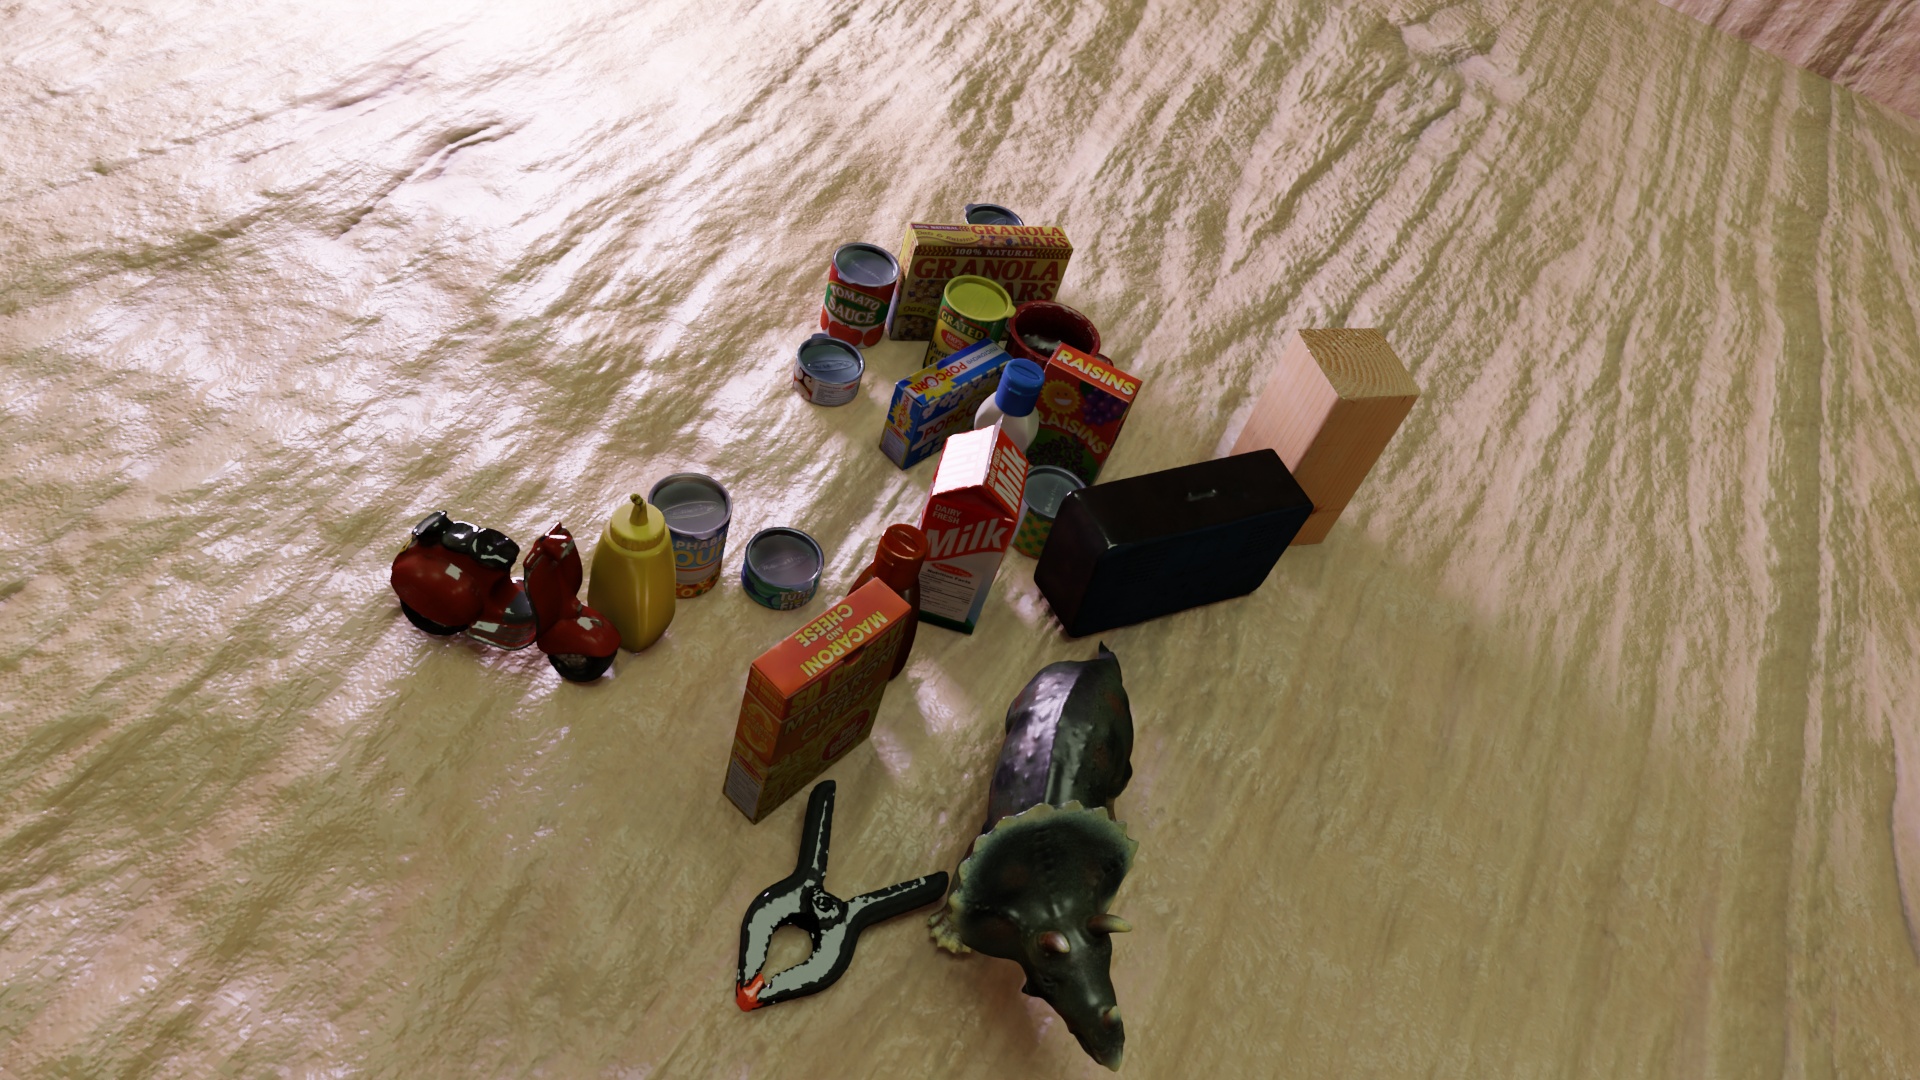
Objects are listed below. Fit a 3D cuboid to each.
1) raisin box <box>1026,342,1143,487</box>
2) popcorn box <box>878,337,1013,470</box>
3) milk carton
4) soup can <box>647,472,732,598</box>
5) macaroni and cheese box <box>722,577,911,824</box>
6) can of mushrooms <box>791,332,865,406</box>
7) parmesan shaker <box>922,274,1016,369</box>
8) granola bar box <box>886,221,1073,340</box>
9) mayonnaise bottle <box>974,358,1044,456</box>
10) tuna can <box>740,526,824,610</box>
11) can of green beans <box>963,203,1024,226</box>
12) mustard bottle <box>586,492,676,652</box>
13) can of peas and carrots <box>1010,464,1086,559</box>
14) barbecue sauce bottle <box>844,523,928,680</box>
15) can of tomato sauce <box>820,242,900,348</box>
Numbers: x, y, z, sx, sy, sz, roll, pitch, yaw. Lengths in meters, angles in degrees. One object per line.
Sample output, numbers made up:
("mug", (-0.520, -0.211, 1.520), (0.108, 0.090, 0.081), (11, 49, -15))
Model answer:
("raisin box", (0.108, -0.114, 1.301), (0.086, 0.122, 0.040), (28, 47, 7))
("popcorn box", (-0.013, -0.129, 1.300), (0.038, 0.084, 0.127), (43, 51, 20))
("milk carton", (0.004, -0.014, 1.132), (0.073, 0.189, 0.073), (17, 47, -4))
("soup can", (-0.221, -0.001, 1.120), (0.071, 0.083, 0.072), (9, 48, -10))
("macaroni and cheese box", (-0.104, 0.117, 0.998), (0.040, 0.165, 0.124), (41, 50, 18))
("can of mushrooms", (-0.127, -0.163, 1.329), (0.071, 0.033, 0.071), (9, 48, -10))
("parmesan shaker", (0.007, -0.197, 1.355), (0.071, 0.102, 0.072), (9, 48, -10))
("granola bar box", (0.016, -0.259, 1.399), (0.166, 0.123, 0.039), (-3, 51, -20))
("mayonnaise bottle", (0.039, -0.098, 1.247), (0.065, 0.147, 0.041), (26, 47, 5))
("tuna can", (-0.147, 0.025, 1.156), (0.071, 0.032, 0.071), (9, 48, -10))
("can of green beans", (0.031, -0.322, 1.504), (0.071, 0.057, 0.071), (9, 48, -10))
("mustard bottle", (-0.244, 0.018, 1.044), (0.065, 0.159, 0.049), (33, 48, 11))
("can of peas and carrots", (0.080, -0.024, 1.256), (0.071, 0.058, 0.071), (9, 48, -10))
("barbecue sauce bottle", (-0.059, 0.048, 1.086), (0.065, 0.147, 0.044), (38, 49, 16))
("can of tomato sauce", (-0.101, -0.240, 1.372), (0.071, 0.082, 0.071), (9, 48, -10))
